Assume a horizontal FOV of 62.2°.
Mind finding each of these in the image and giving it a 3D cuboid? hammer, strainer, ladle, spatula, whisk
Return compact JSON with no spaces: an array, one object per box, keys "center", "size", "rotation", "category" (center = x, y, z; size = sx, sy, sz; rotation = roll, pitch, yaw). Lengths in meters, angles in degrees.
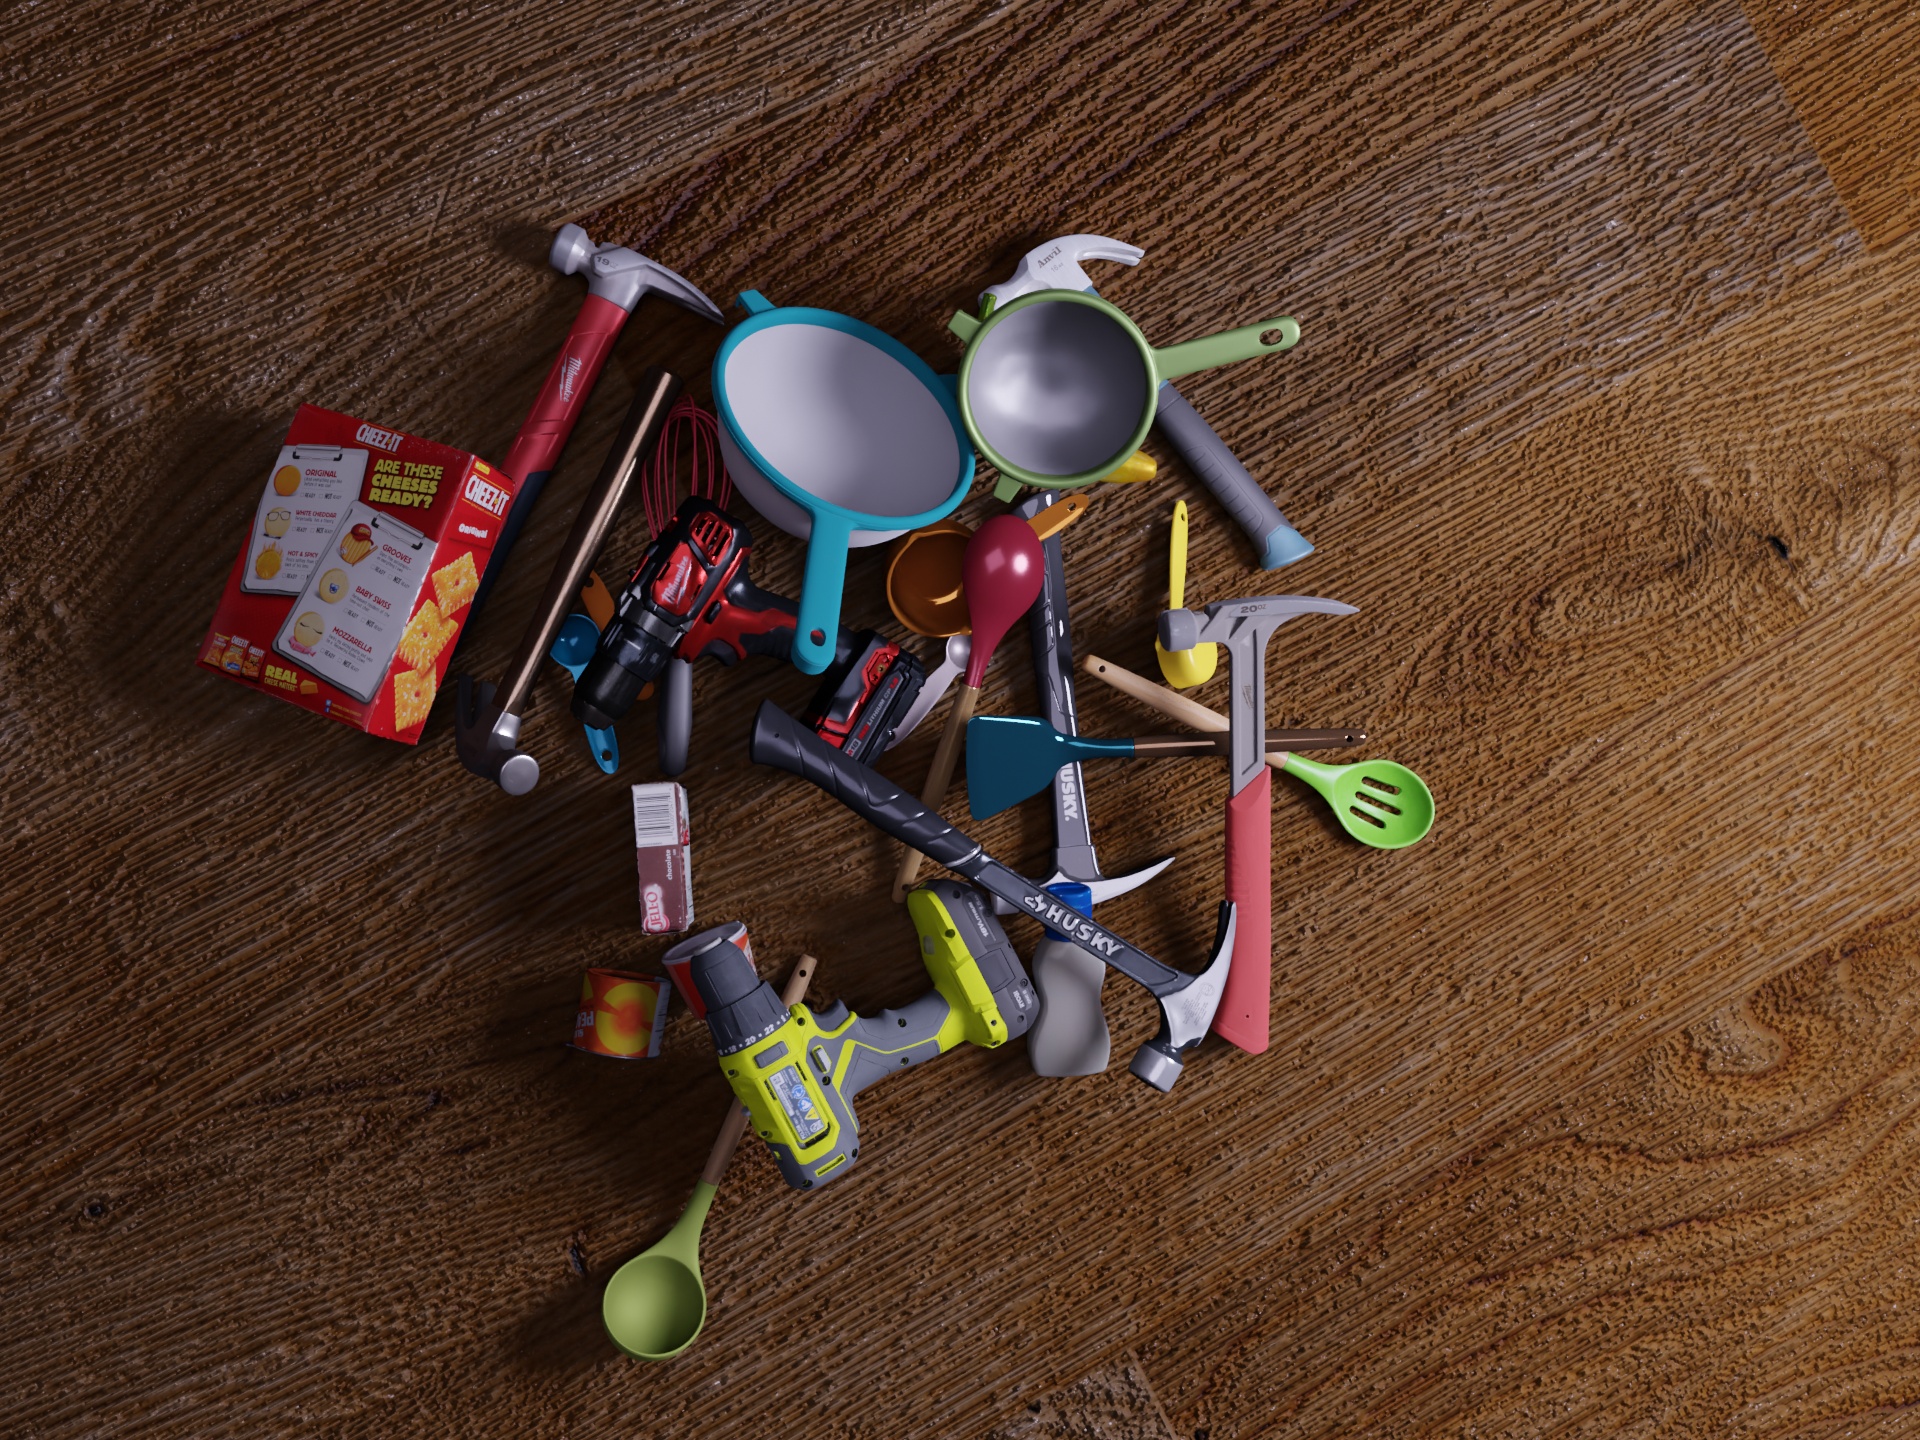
[{"center":[-0.290,-0.112,1.186],"size":[0.031,0.130,0.331],"rotation":[27,86,-41],"category":"hammer"},{"center":[-0.105,-0.154,1.172],"size":[0.211,0.095,0.341],"rotation":[19,52,-19],"category":"strainer"},{"center":[-0.002,-0.004,1.224],"size":[0.069,0.031,0.315],"rotation":[13,103,-23],"category":"ladle"},{"center":[0.166,-0.253,1.289],"size":[0.128,0.033,0.331],"rotation":[-40,91,-5],"category":"hammer"},{"center":[0.083,-0.018,1.266],"size":[0.146,0.035,0.335],"rotation":[-5,87,-5],"category":"hammer"},{"center":[-0.180,0.329,1.211],"size":[0.078,0.062,0.320],"rotation":[25,82,-4],"category":"ladle"},{"center":[0.230,0.083,1.225],"size":[0.149,0.037,0.359],"rotation":[-5,103,-8],"category":"hammer"},{"center":[0.124,-0.269,1.200],"size":[0.256,0.069,0.151],"rotation":[-13,114,9],"category":"strainer"},{"center":[0.160,0.024,1.228],"size":[0.317,0.044,0.082],"rotation":[-3,103,-4],"category":"spatula"},{"center":[0.021,0.106,1.169],"size":[0.409,0.036,0.149],"rotation":[33,82,-6],"category":"hammer"},{"center":[-0.325,-0.185,1.234],"size":[0.143,0.038,0.386],"rotation":[25,85,-5],"category":"hammer"},{"center":[-0.216,-0.104,1.232],"size":[0.073,0.073,0.296],"rotation":[3,91,-6],"category":"whisk"}]

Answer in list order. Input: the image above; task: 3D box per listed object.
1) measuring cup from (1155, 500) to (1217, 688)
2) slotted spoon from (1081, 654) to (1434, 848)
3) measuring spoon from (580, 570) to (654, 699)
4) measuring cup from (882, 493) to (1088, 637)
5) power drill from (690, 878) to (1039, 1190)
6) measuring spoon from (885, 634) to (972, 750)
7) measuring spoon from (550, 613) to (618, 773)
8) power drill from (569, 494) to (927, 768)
[{"center":[0.184,-0.103,1.273],"size":[0.029,0.062,0.156],"rotation":[-6,76,38],"category":"measuring cup"},{"center":[0.236,0.019,1.267],"size":[0.313,0.031,0.070],"rotation":[25,88,-10],"category":"slotted spoon"},{"center":[-0.272,-0.069,1.245],"size":[0.021,0.011,0.117],"rotation":[-26,90,-7],"category":"measuring spoon"},{"center":[0.019,-0.135,1.240],"size":[0.173,0.052,0.095],"rotation":[-30,116,2],"category":"measuring cup"},{"center":[-0.075,0.211,1.189],"size":[0.228,0.080,0.190],"rotation":[-28,94,-19],"category":"power drill"},{"center":[-0.025,-0.023,1.269],"size":[0.034,0.018,0.124],"rotation":[42,91,-2],"category":"measuring spoon"},{"center":[-0.289,-0.021,1.242],"size":[0.042,0.021,0.128],"rotation":[-15,98,-7],"category":"measuring spoon"},{"center":[-0.161,-0.035,1.193],"size":[0.226,0.080,0.188],"rotation":[34,85,-18],"category":"power drill"}]
